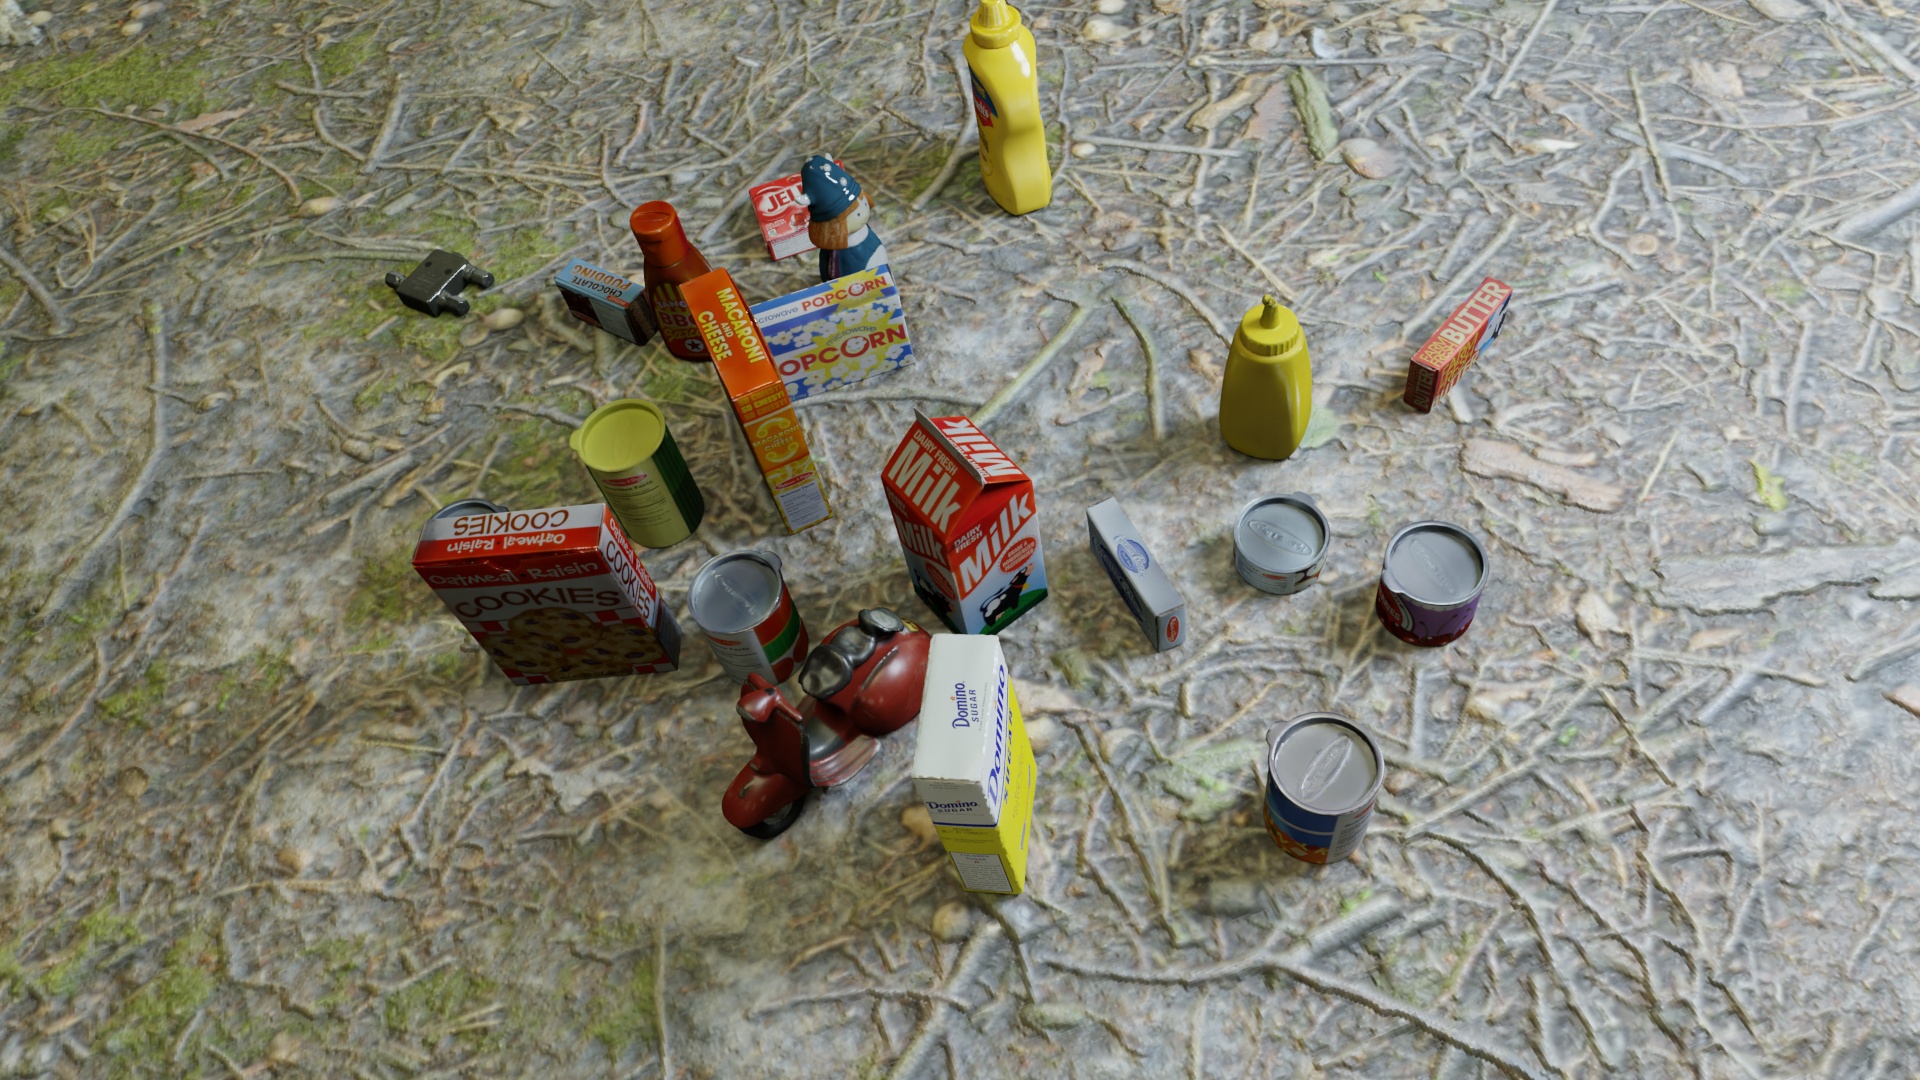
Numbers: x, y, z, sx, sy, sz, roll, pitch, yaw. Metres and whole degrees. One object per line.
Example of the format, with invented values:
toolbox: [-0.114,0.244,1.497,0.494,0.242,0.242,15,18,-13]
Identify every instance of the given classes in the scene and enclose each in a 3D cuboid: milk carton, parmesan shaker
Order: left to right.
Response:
parmesan shaker: [-0.240,-0.049,1.040,0.071,0.102,0.071,-4,56,6]
milk carton: [0.003,-0.012,0.926,0.073,0.189,0.072,-36,59,-15]

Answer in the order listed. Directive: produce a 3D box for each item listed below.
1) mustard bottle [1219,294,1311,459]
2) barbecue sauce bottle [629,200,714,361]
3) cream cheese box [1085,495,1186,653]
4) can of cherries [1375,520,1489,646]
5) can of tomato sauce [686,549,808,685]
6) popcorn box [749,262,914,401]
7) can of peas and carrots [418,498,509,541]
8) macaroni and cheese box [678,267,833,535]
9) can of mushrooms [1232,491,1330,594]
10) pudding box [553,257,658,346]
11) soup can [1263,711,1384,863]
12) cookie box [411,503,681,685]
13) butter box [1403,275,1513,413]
mustard bottle: [0.218,-0.121,0.985,0.065,0.159,0.049,15,60,18]
barbecue sauce bottle: [-0.225,-0.207,1.116,0.065,0.147,0.044,1,57,10]
cream cheese box: [0.122,0.024,0.967,0.024,0.053,0.104,-25,57,-8]
can of cherries: [0.312,0.030,0.931,0.071,0.058,0.072,-4,56,6]
can of tomato sauce: [-0.145,0.054,0.969,0.071,0.082,0.071,-4,56,6]
popcorn box: [-0.106,-0.162,1.106,0.127,0.084,0.038,-18,56,-4]
can of peas and carrots: [-0.362,0.010,1.046,0.071,0.058,0.071,-4,56,6]
macaroni and cheese box: [-0.148,-0.101,1.023,0.040,0.165,0.124,-24,57,-7]
can of mushrooms: [0.227,0.001,0.978,0.071,0.033,0.071,-4,56,6]
pudding box: [-0.301,-0.204,1.185,0.084,0.049,0.030,24,64,22]
soup can: [0.218,0.151,0.850,0.071,0.083,0.072,-4,56,6]
cookie box: [-0.275,0.041,0.947,0.123,0.166,0.040,-6,56,5]
butter box: [0.373,-0.147,1.043,0.024,0.053,0.104,35,68,27]
